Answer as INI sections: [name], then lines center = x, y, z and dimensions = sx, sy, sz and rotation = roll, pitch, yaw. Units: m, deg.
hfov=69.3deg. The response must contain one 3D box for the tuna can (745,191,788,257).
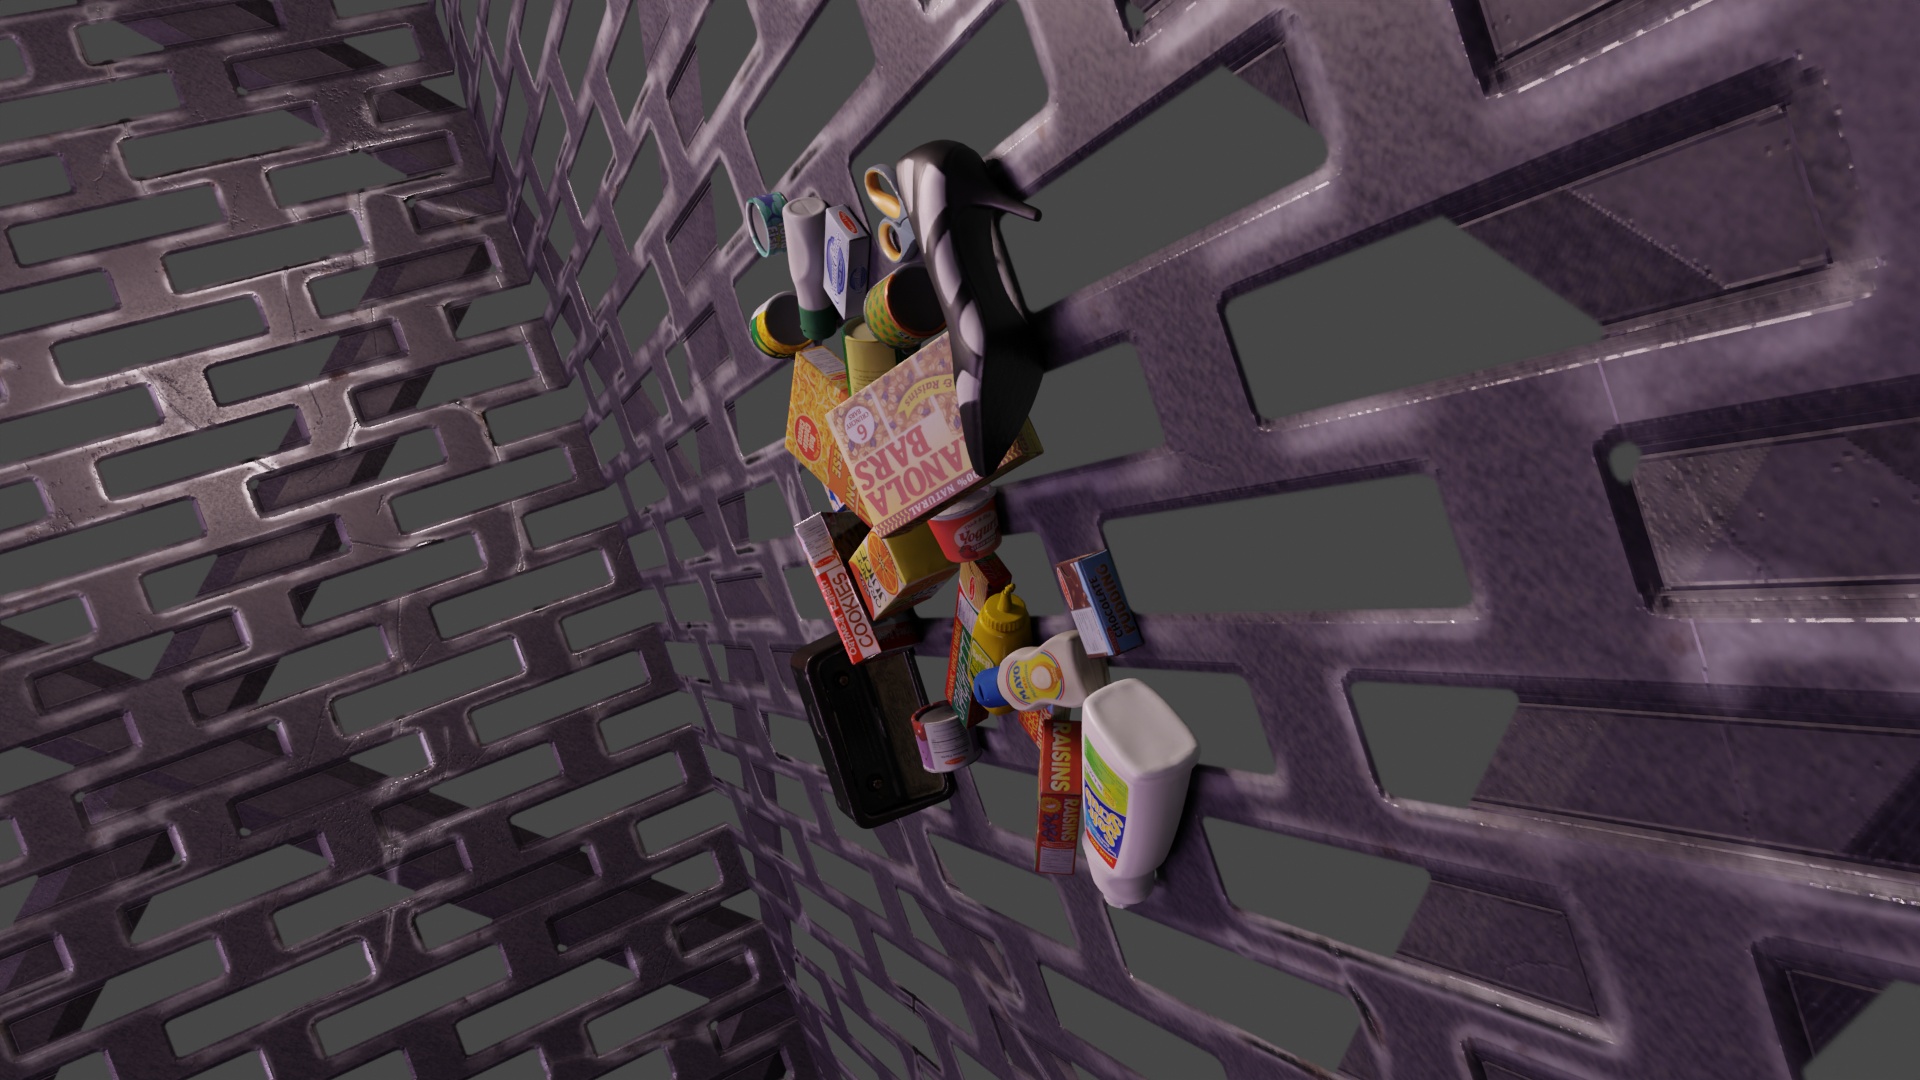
[tuna can]
center = -0.205, -0.342, 1.510
dimensions = 0.071, 0.033, 0.070
rotation = 50, 151, 41

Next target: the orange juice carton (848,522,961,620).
[orange juice carton]
center = -0.062, 0.027, 1.444
dimensions = 0.072, 0.073, 0.192
rotation = 65, 158, 9

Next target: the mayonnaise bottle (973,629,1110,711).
[mayonnaise bottle]
center = 0.067, 0.120, 1.214
dimensions = 0.147, 0.041, 0.065
rotation = -22, 84, 52

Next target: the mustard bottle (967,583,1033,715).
[mustard bottle]
center = 0.039, 0.095, 1.298
dimensions = 0.065, 0.049, 0.159
rotation = 47, 150, 36

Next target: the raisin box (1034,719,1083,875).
[raisin box]
center = 0.090, 0.234, 1.264
dimensions = 0.086, 0.040, 0.122
rotation = -83, -5, -47

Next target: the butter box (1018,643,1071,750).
[butter box]
center = 0.079, 0.149, 1.285
dimensions = 0.053, 0.024, 0.103
rotation = 51, 152, 37

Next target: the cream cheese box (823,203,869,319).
[cream cheese box]
center = -0.112, -0.273, 1.364
dimensions = 0.053, 0.024, 0.103
rotation = 57, 155, 31

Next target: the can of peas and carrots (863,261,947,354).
[can of peas and carrots]
center = -0.043, -0.201, 1.206
dimensions = 0.058, 0.071, 0.071
rotation = -11, 99, 67

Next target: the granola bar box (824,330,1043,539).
[granola bar box]
center = -0.024, -0.092, 1.180
dimensions = 0.165, 0.039, 0.124
rotation = -30, 80, 32

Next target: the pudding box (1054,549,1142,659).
[pudding box]
center = 0.110, 0.052, 1.117
dimensions = 0.083, 0.030, 0.049
rotation = 69, 159, 1

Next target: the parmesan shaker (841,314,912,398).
[parmesan shaker]
center = -0.073, -0.158, 1.322
dimensions = 0.071, 0.071, 0.102
rotation = 43, 146, 48

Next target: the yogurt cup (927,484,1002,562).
[yogurt cup]
center = 0.005, -0.016, 1.264
dimensions = 0.072, 0.072, 0.053
rotation = 29, 143, 58

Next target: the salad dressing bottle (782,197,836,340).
[salad dressing bottle]
center = -0.152, -0.277, 1.429
dimensions = 0.064, 0.044, 0.146
rotation = -126, 25, -44

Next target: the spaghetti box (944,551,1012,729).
[spaghetti box]
center = 0.015, 0.099, 1.386
dimensions = 0.050, 0.029, 0.248
rotation = 55, 154, 33

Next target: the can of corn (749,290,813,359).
[can of corn]
center = -0.191, -0.235, 1.529
dimensions = 0.058, 0.071, 0.071
rotation = -7, 102, 67

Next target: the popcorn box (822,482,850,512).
[popcorn box]
center = -0.138, -0.102, 1.555
dimensions = 0.127, 0.038, 0.085
rotation = 67, 158, 5

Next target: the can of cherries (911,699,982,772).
[can of cherries]
center = -0.016, 0.211, 1.509
dimensions = 0.071, 0.072, 0.058
rotation = 15, 123, 64

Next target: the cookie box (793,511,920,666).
[cookie box]
center = -0.113, 0.051, 1.540
dimensions = 0.167, 0.040, 0.123
rotation = 66, -162, 7

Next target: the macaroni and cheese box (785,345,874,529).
[macaroni and cheese box]
center = -0.117, -0.107, 1.442
dimensions = 0.167, 0.040, 0.123
rotation = 42, 136, 34
